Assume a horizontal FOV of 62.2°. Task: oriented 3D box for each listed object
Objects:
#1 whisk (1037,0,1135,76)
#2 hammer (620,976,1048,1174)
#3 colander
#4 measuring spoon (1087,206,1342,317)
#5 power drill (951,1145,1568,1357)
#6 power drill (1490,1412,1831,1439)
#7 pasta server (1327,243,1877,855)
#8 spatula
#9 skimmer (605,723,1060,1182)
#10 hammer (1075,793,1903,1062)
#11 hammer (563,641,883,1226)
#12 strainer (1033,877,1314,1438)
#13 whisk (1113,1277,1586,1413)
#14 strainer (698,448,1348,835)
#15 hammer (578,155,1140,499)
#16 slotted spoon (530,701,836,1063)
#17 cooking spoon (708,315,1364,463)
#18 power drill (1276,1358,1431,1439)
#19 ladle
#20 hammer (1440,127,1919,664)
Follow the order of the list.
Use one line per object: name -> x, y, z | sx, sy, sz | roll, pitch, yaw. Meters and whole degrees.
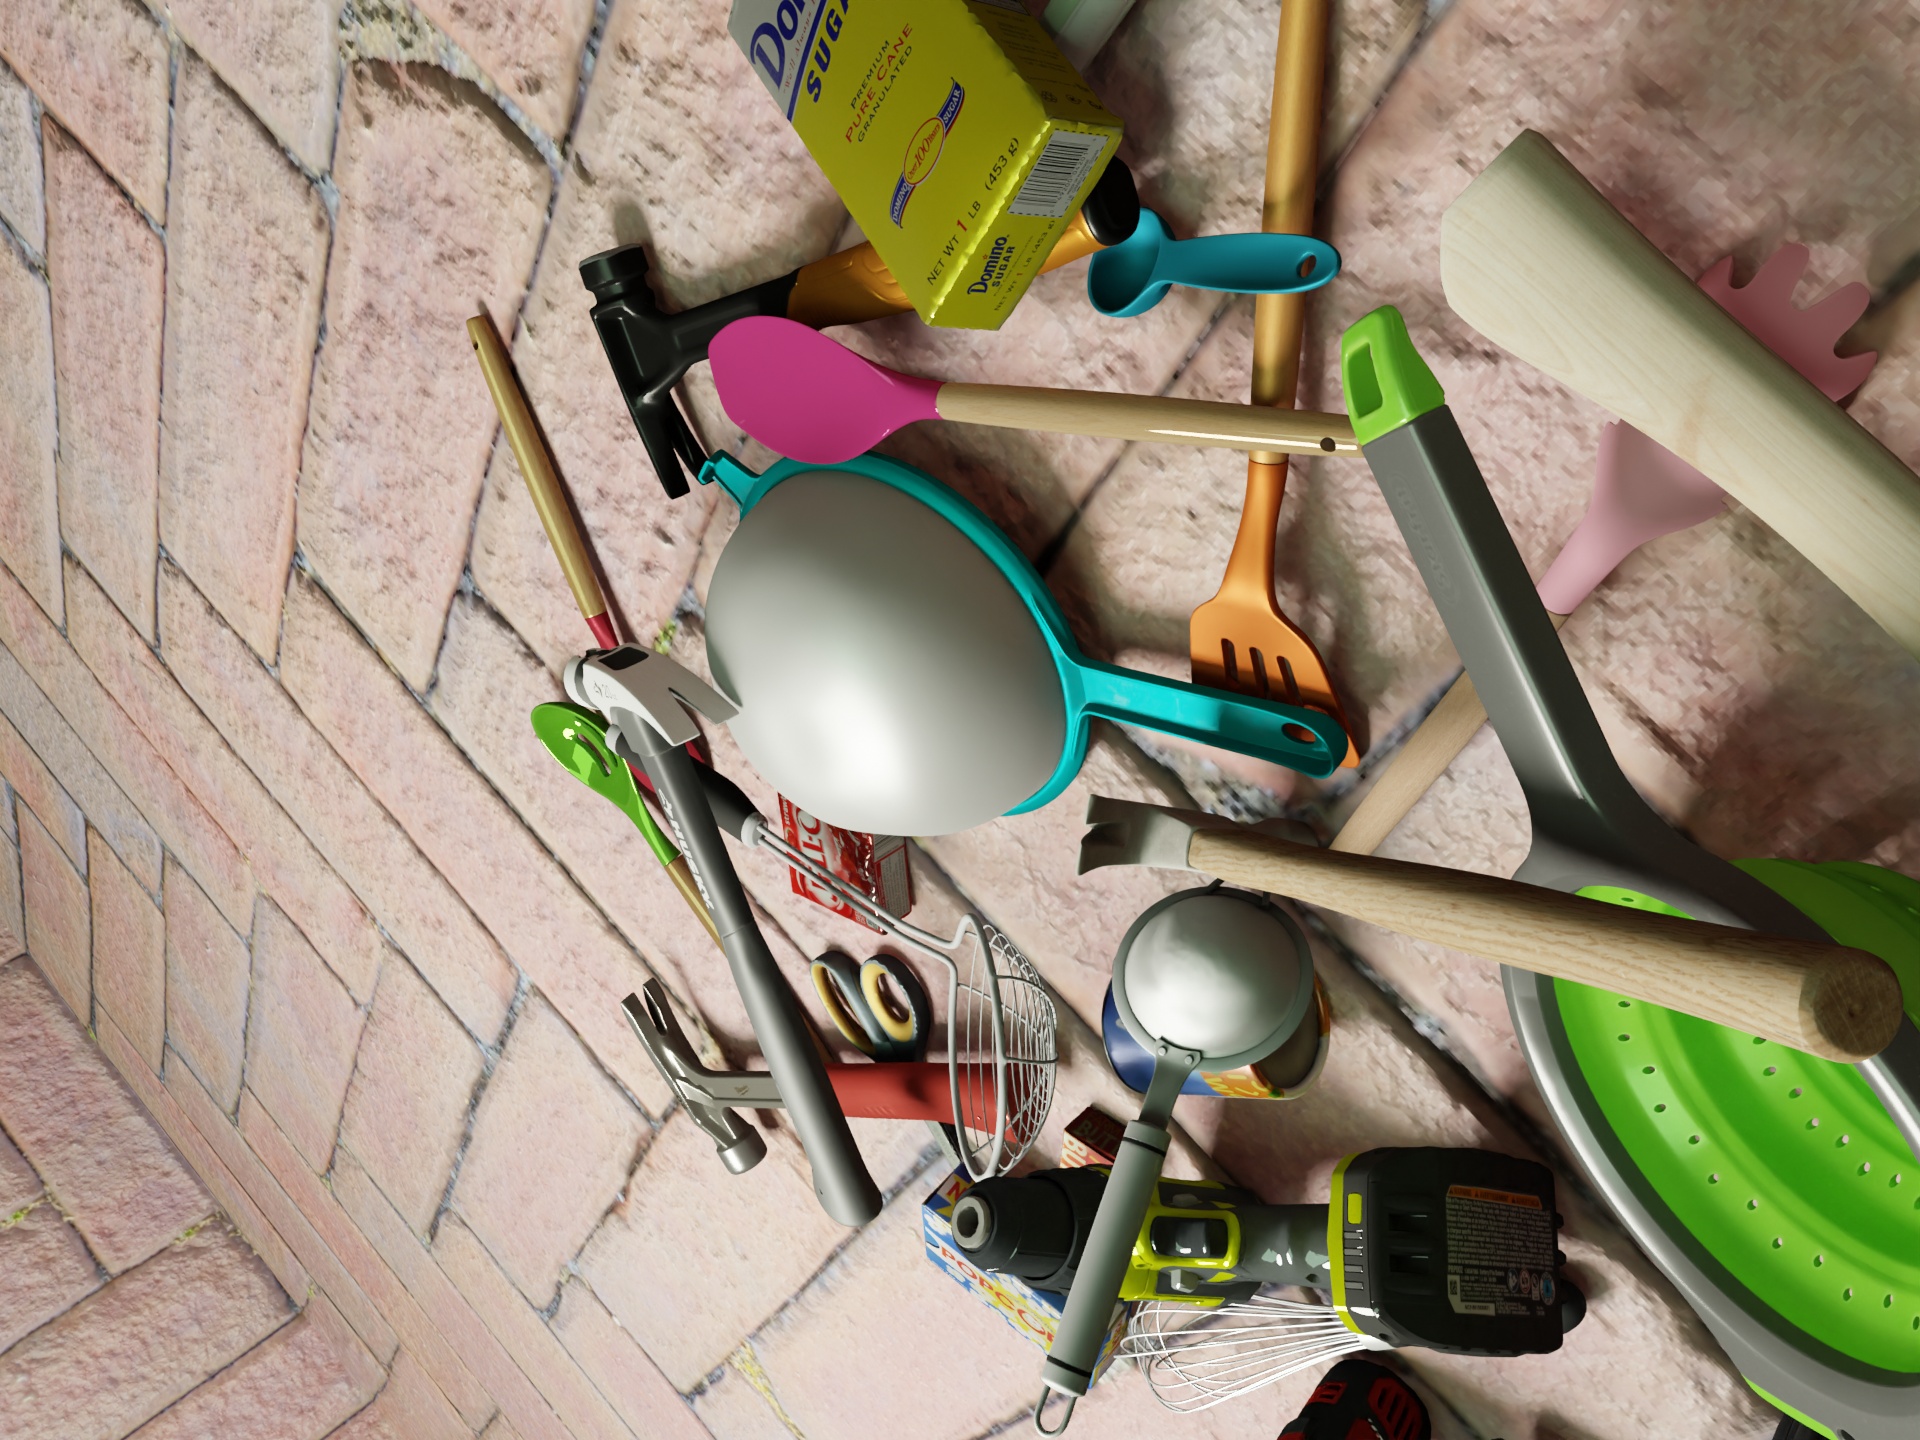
whisk -> 0.071, -0.275, 0.522 | 0.246, 0.057, 0.059 | -41, 50, 54
hammer -> -0.081, 0.219, 0.974 | 0.359, 0.037, 0.149 | -15, 108, 50
colander -> 0.241, 0.039, 0.509 | 0.397, 0.094, 0.204 | 64, 169, -2
measuring spoon -> 0.093, -0.161, 0.570 | 0.129, 0.021, 0.042 | 24, 99, 53
power drill -> 0.127, 0.231, 0.708 | 0.228, 0.190, 0.080 | -15, 63, 44
power drill -> 0.322, 0.352, 0.672 | 0.143, 0.078, 0.219 | 48, 142, 10
pasta server -> 0.203, -0.029, 0.572 | 0.060, 0.040, 0.316 | 42, 142, 16
spatula -> 0.121, -0.124, 0.592 | 0.081, 0.041, 0.322 | 21, 125, 35
skimmer -> -0.088, 0.099, 0.838 | 0.364, 0.090, 0.127 | 31, 132, 30
hammer -> 0.145, 0.058, 0.525 | 0.331, 0.130, 0.031 | -172, 90, -67
hammer -> -0.108, 0.119, 0.820 | 0.146, 0.035, 0.334 | 9, 123, 59
strainer -> 0.080, 0.164, 0.655 | 0.087, 0.258, 0.050 | 13, 161, 26
whisk -> 0.182, 0.303, 0.790 | 0.284, 0.070, 0.070 | -31, 93, 45
strainer -> -0.001, -0.002, 0.709 | 0.341, 0.095, 0.210 | 15, 135, 38
hammer -> -0.054, -0.181, 0.703 | 0.337, 0.034, 0.127 | -2, 114, 47
slotted spoon -> -0.171, 0.112, 1.028 | 0.314, 0.031, 0.070 | 54, 141, 0
cooking spoon -> 0.015, -0.126, 0.638 | 0.319, 0.017, 0.068 | 13, 130, 35
power drill -> 0.219, 0.448, 0.751 | 0.227, 0.188, 0.080 | 46, 140, 5
ladle -> -0.226, -0.088, 0.950 | 0.069, 0.031, 0.315 | -6, 109, 45
hammer -> 0.300, -0.018, 0.436 | 0.410, 0.038, 0.146 | 44, 138, 2
